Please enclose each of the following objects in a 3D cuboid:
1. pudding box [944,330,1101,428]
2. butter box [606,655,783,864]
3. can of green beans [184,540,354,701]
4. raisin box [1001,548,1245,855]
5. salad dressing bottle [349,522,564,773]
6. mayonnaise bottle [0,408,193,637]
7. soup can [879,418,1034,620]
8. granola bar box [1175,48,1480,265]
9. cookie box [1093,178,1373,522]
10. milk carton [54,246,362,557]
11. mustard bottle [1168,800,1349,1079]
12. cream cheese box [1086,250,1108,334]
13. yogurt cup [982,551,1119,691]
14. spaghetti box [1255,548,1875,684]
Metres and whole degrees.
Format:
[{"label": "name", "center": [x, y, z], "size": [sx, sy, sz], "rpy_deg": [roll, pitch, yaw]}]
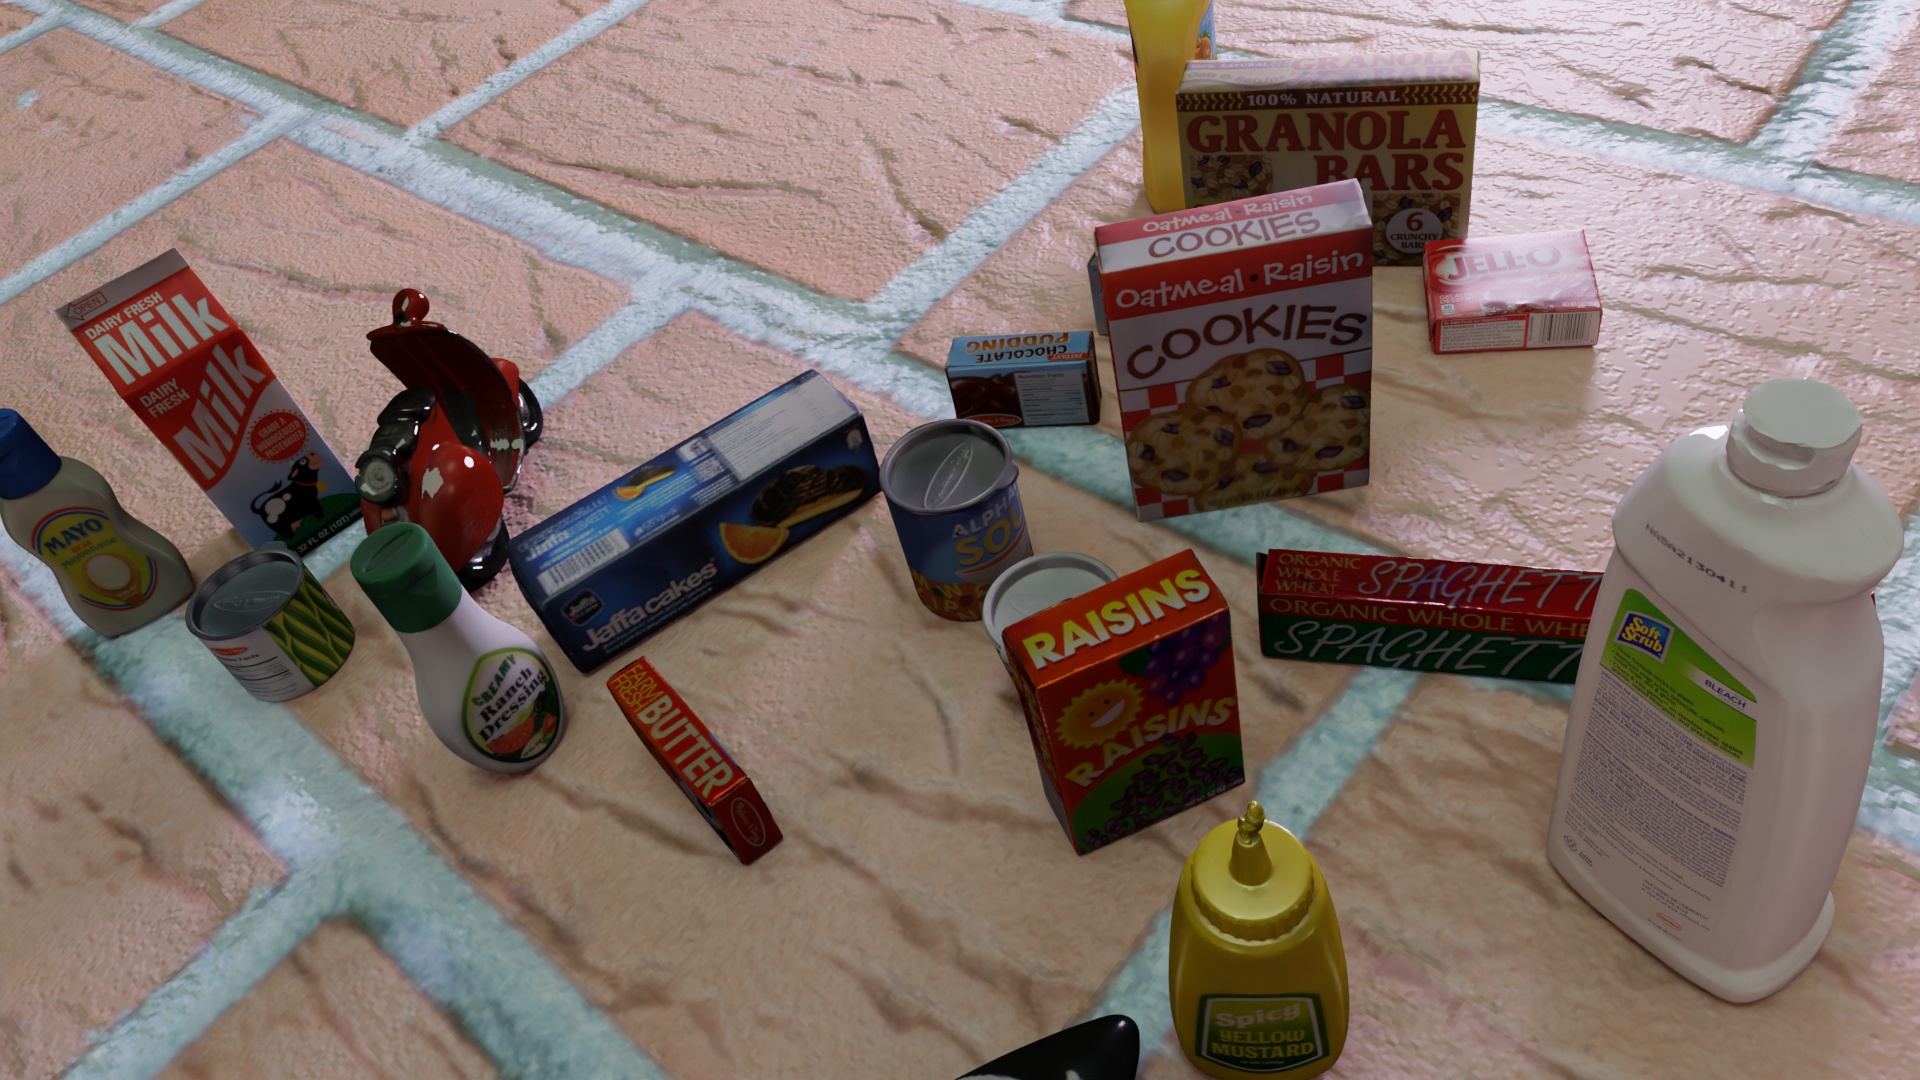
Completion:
[{"label": "pudding box", "center": [0.037, -0.092, 0.800], "size": [0.084, 0.049, 0.030], "rpy_deg": [-2, 47, 14]}, {"label": "butter box", "center": [-0.127, 0.103, 0.656], "size": [0.024, 0.053, 0.104], "rpy_deg": [-36, 49, -18]}, {"label": "can of green beans", "center": [-0.383, 0.047, 0.775], "size": [0.071, 0.057, 0.071], "rpy_deg": [-8, 46, 8]}, {"label": "raisin box", "center": [0.072, 0.070, 0.585], "size": [0.086, 0.122, 0.040], "rpy_deg": [-22, 46, -6]}, {"label": "salad dressing bottle", "center": [-0.240, 0.054, 0.668], "size": [0.044, 0.147, 0.064], "rpy_deg": [20, 55, 30]}, {"label": "mayonnaise bottle", "center": [-0.513, -0.010, 0.801], "size": [0.065, 0.147, 0.041], "rpy_deg": [-32, 48, -15]}, {"label": "soup can", "center": [0.003, -0.009, 0.706], "size": [0.071, 0.083, 0.072], "rpy_deg": [-8, 46, 8]}, {"label": "granola bar box", "center": [0.217, -0.224, 0.824], "size": [0.165, 0.123, 0.039], "rpy_deg": [4, 49, 19]}, {"label": "cookie box", "center": [0.137, -0.089, 0.687], "size": [0.123, 0.166, 0.040], "rpy_deg": [-9, 46, 7]}, {"label": "milk carton", "center": [-0.436, -0.078, 0.815], "size": [0.072, 0.189, 0.073], "rpy_deg": [-39, 50, -21]}, {"label": "mustard bottle", "center": [0.102, 0.139, 0.485], "size": [0.065, 0.159, 0.049], "rpy_deg": [-5, 46, 11]}, {"label": "cream cheese box", "center": [0.129, -0.142, 0.820], "size": [0.104, 0.053, 0.024], "rpy_deg": [12, 52, 25]}, {"label": "yogurt cup", "center": [0.048, 0.047, 0.662], "size": [0.072, 0.053, 0.073], "rpy_deg": [-8, 46, 8]}, {"label": "spaghetti box", "center": [0.257, 0.037, 0.617], "size": [0.250, 0.050, 0.029], "rpy_deg": [4, 49, 18]}]
